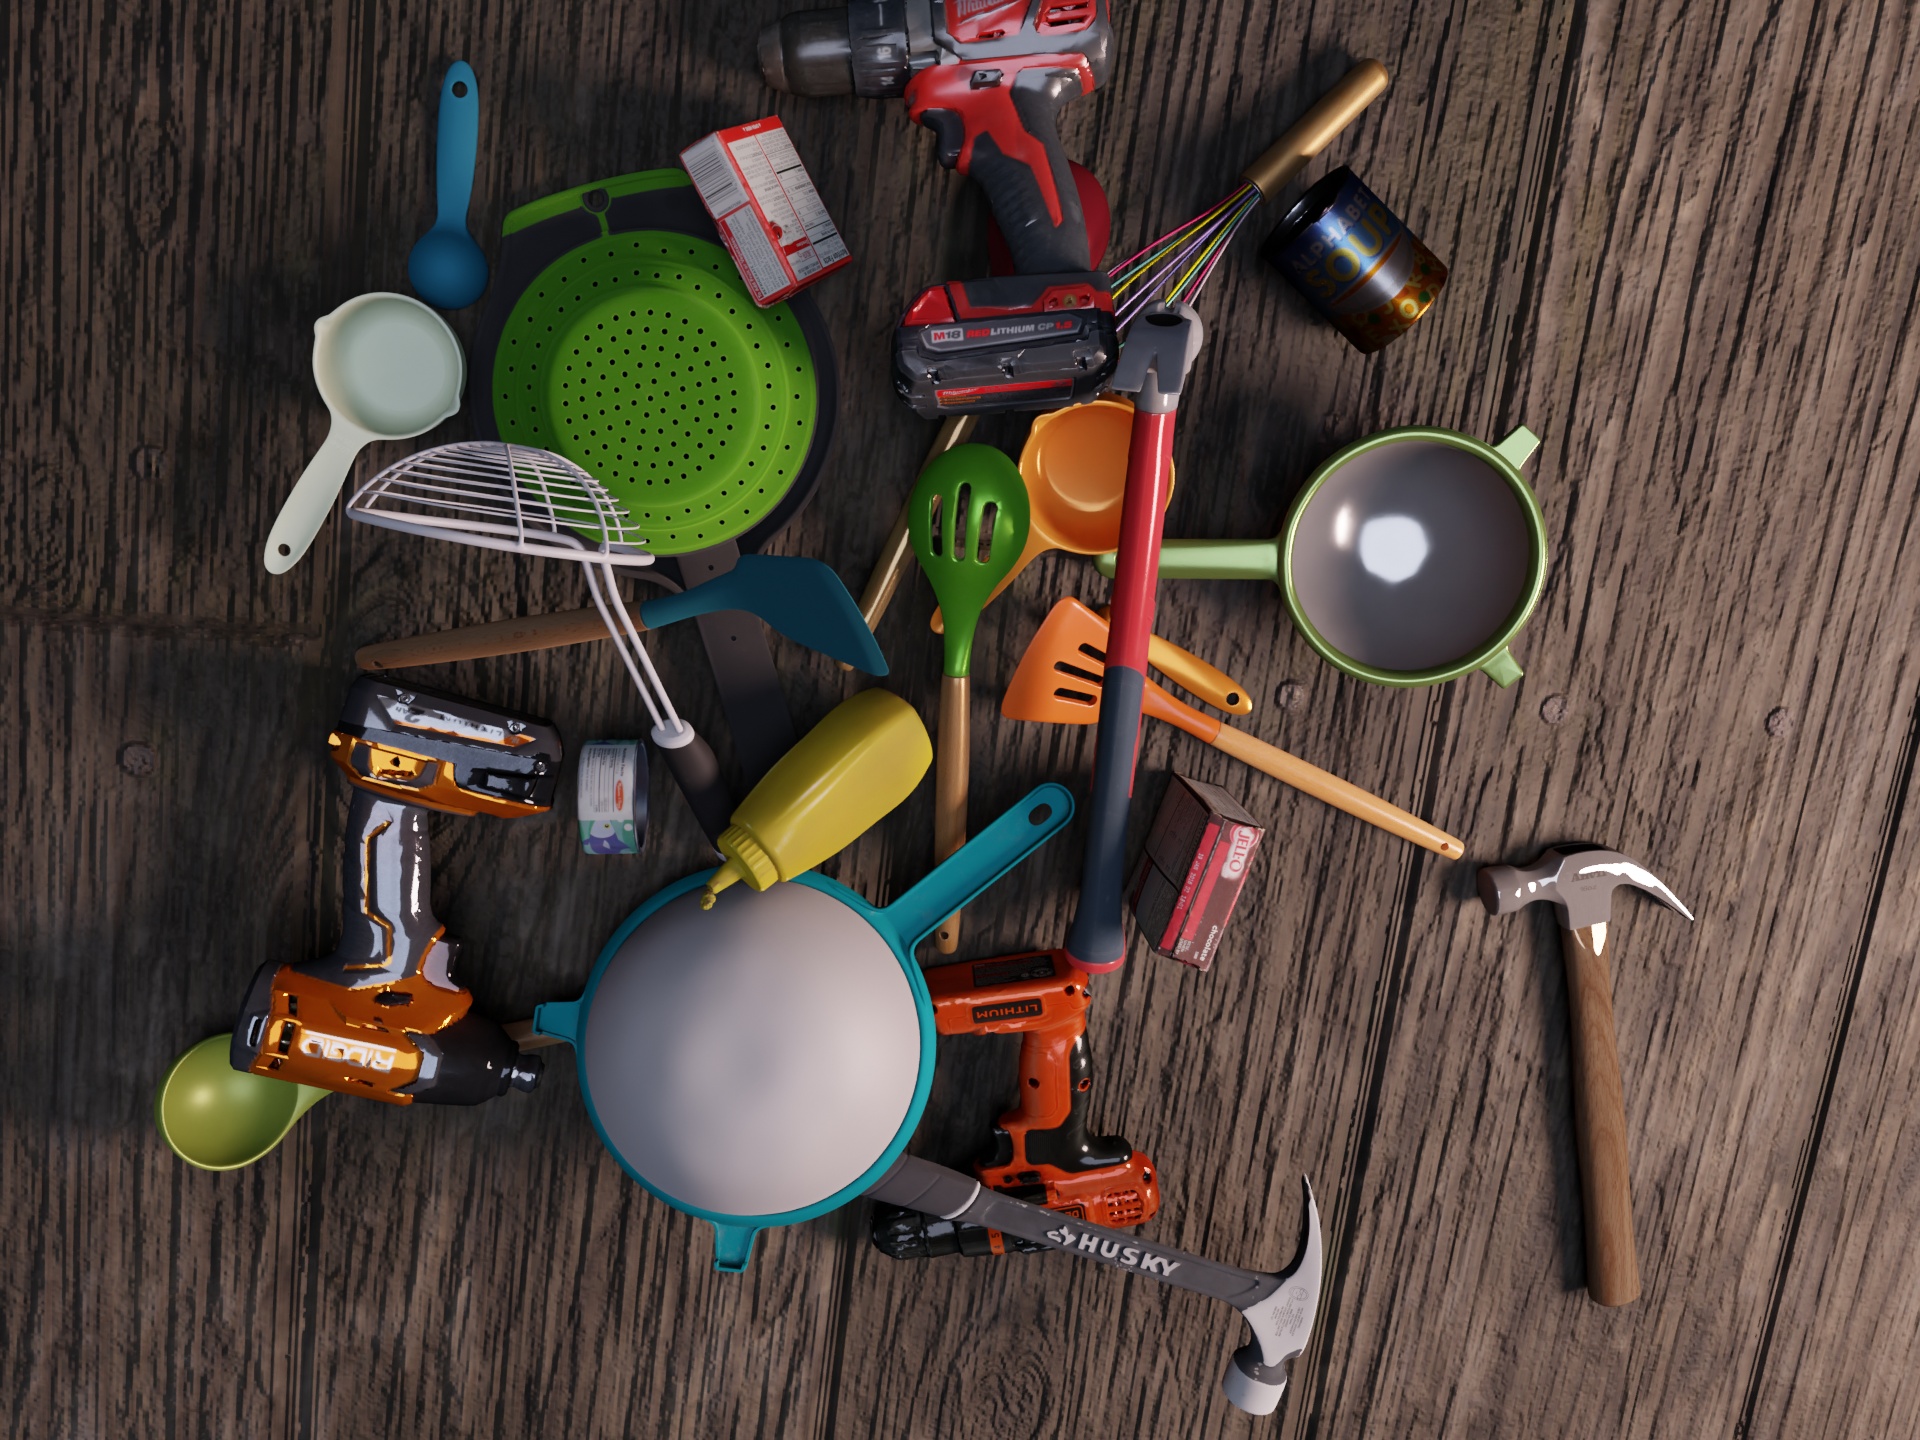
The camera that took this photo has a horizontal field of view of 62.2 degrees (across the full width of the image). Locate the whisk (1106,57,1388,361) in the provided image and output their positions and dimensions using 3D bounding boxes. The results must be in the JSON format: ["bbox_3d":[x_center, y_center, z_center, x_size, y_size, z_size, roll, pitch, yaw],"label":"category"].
[{"bbox_3d":[0.149,-0.284,0.902,0.245,0.051,0.047,-44,125,-1],"label":"whisk"}]

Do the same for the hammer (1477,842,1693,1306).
[{"bbox_3d":[0.425,0.239,1.057,0.130,0.031,0.331,-12,104,-5],"label":"hammer"}]

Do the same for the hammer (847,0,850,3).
[{"bbox_3d":[-0.200,-0.434,0.817,0.334,0.035,0.146,-9,103,-6],"label":"hammer"}]

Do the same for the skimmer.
[{"bbox_3d":[-0.175,-0.006,0.789,0.127,0.362,0.090,12,57,19],"label":"skimmer"}]

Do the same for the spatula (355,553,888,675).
[{"bbox_3d":[-0.191,-0.046,0.839,0.317,0.044,0.082,-7,139,19],"label":"spatula"}]

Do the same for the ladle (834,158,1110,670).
[{"bbox_3d":[-0.001,-0.171,0.903,0.069,0.031,0.315,25,97,-8],"label":"ladle"}]

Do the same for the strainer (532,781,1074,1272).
[{"bbox_3d":[-0.071,0.146,0.888,0.340,0.095,0.211,-39,86,0],"label":"strainer"}]

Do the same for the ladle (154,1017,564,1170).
[{"bbox_3d":[-0.300,0.196,0.932,0.320,0.062,0.078,-10,96,-9],"label":"ladle"}]

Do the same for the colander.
[{"bbox_3d":[-0.142,-0.097,0.868,0.204,0.094,0.397,-17,104,-4],"label":"colander"}]

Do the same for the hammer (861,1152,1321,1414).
[{"bbox_3d":[0.020,0.289,0.952,0.409,0.036,0.149,18,104,-1],"label":"hammer"}]

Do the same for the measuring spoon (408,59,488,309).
[{"bbox_3d":[-0.271,-0.284,0.845,0.042,0.021,0.128,6,103,-10],"label":"measuring spoon"}]

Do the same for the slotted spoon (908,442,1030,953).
[{"bbox_3d":[-0.001,-0.003,0.924,0.070,0.031,0.313,8,112,13],"label":"slotted spoon"}]

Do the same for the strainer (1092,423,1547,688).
[{"bbox_3d":[0.208,-0.100,0.943,0.256,0.069,0.151,1,104,8],"label":"strainer"}]

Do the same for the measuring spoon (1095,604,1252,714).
[{"bbox_3d":[0.131,-0.035,0.964,0.117,0.011,0.021,31,97,-13],"label":"measuring spoon"}]

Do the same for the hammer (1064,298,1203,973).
[{"bbox_3d":[0.088,-0.020,0.861,0.038,0.143,0.386,8,116,8],"label":"hammer"}]

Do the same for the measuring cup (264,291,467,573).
[{"bbox_3d":[-0.328,-0.153,0.860,0.083,0.038,0.167,31,98,-13],"label":"measuring cup"}]

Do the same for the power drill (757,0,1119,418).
[{"bbox_3d":[-0.007,-0.280,0.837,0.188,0.080,0.227,-4,86,2],"label":"power drill"}]

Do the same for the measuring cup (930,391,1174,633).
[{"bbox_3d":[0.046,-0.116,0.919,0.095,0.052,0.173,43,109,-14],"label":"measuring cup"}]

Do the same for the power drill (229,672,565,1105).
[{"bbox_3d":[-0.291,0.101,0.883,0.164,0.084,0.226,16,90,-12],"label":"power drill"}]

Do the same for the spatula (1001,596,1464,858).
[{"bbox_3d":[0.177,0.021,0.968,0.322,0.041,0.081,25,104,-14],"label":"spatula"}]
